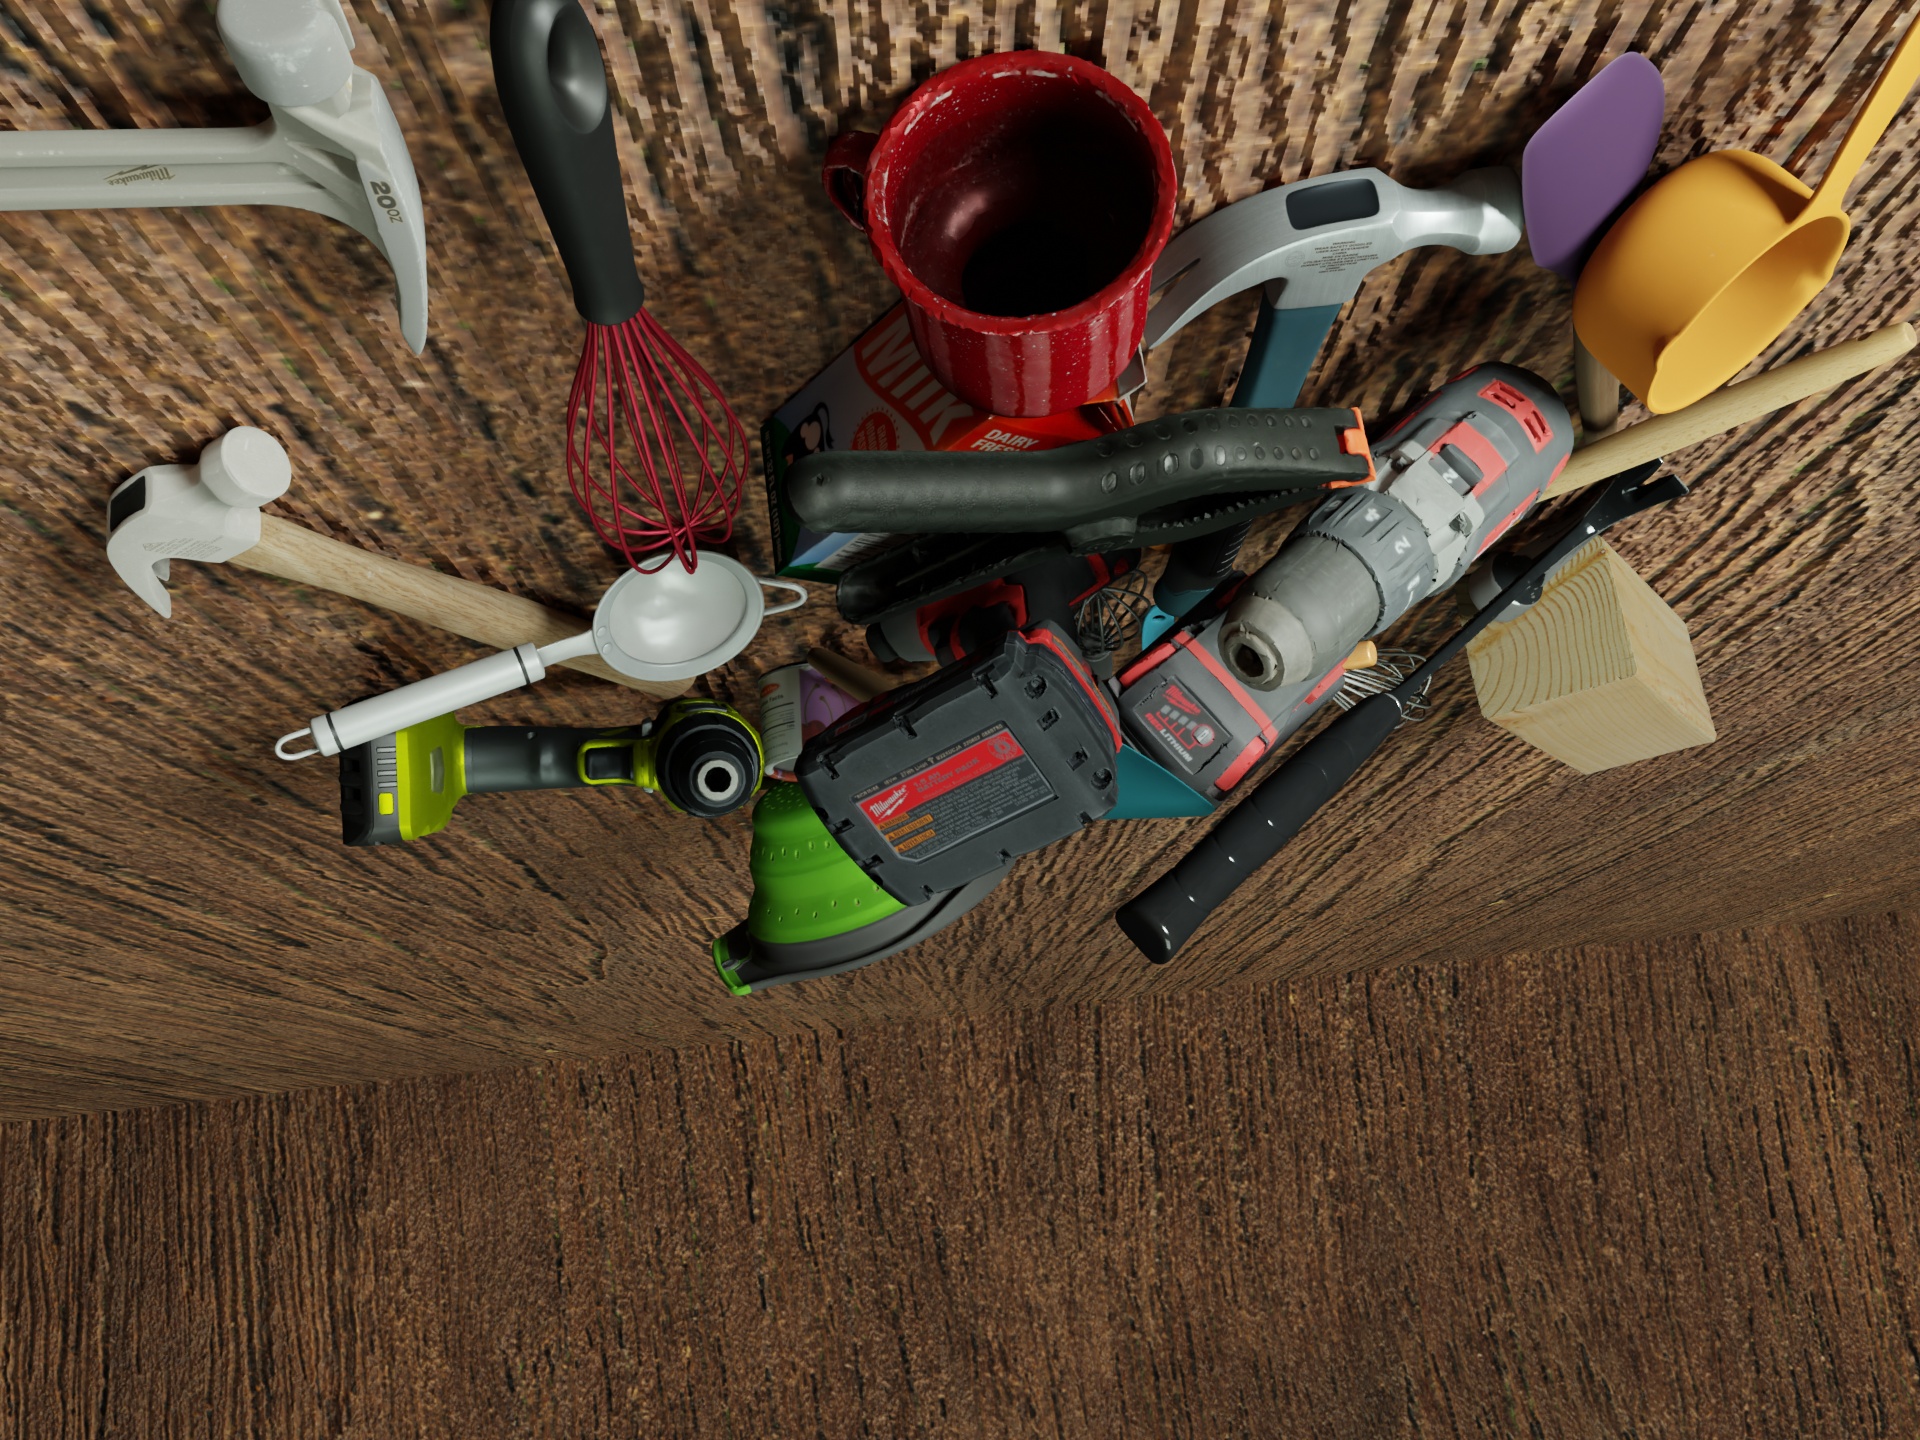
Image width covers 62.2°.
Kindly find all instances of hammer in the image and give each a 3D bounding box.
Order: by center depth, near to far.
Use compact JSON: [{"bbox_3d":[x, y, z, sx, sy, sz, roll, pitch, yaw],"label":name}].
[{"bbox_3d":[-0.343,-0.149,0.453,0.359,0.037,0.149,-4,162,-9],"label":"hammer"},{"bbox_3d":[0.128,-0.123,0.698,0.128,0.033,0.330,-6,160,-3],"label":"hammer"},{"bbox_3d":[0.209,-0.011,0.753,0.409,0.036,0.149,-36,173,-34],"label":"hammer"},{"bbox_3d":[-0.253,-0.057,0.783,0.130,0.031,0.331,-17,160,28],"label":"hammer"}]

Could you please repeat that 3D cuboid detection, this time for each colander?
[{"bbox_3d":[0.002,0.042,1.059,0.397,0.094,0.205,-26,-164,-10],"label":"colander"}]

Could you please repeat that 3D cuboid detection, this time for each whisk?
[{"bbox_3d":[-0.118,-0.135,0.551,0.073,0.073,0.295,-5,157,-4],"label":"whisk"},{"bbox_3d":[0.077,-0.048,0.919,0.055,0.055,0.239,-7,168,1],"label":"whisk"},{"bbox_3d":[0.223,-0.037,1.013,0.246,0.058,0.059,13,120,-40],"label":"whisk"}]

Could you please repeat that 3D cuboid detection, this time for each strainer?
[{"bbox_3d":[-0.202,-0.033,0.771,0.258,0.050,0.086,-22,142,-17],"label":"strainer"}]

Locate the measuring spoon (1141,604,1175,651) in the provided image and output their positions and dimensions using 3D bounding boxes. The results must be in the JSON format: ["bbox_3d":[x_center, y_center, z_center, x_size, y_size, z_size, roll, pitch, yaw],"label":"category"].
[{"bbox_3d":[0.123,-0.046,0.993,0.042,0.021,0.128,-7,153,3],"label":"measuring spoon"}]

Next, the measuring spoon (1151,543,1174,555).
[{"bbox_3d":[0.113,-0.090,0.844,0.021,0.011,0.116,-19,159,34],"label":"measuring spoon"}]

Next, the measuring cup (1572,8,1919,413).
[{"bbox_3d":[0.271,-0.186,0.541,0.095,0.052,0.173,-25,151,-24],"label":"measuring cup"}]

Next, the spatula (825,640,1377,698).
[{"bbox_3d":[0.071,-0.022,0.879,0.322,0.041,0.081,-9,168,33],"label":"spatula"}]

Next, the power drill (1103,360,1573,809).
[{"bbox_3d":[0.139,-0.040,0.669,0.188,0.080,0.226,-39,173,-29],"label":"power drill"}]

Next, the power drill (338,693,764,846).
[{"bbox_3d":[-0.224,0.025,0.898,0.228,0.080,0.190,-2,-175,-12],"label":"power drill"}]

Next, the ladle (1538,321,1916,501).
[{"bbox_3d":[0.283,-0.114,0.745,0.315,0.031,0.069,-23,-159,53],"label":"ladle"}]

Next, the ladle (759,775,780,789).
[{"bbox_3d":[-0.180,0.052,1.090,0.078,0.062,0.320,-15,163,43],"label":"ladle"}]

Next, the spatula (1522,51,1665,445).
[{"bbox_3d":[0.256,-0.166,0.638,0.060,0.018,0.315,-42,156,9],"label":"spatula"}]

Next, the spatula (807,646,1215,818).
[{"bbox_3d":[-0.001,-0.003,0.811,0.082,0.044,0.318,32,178,-35],"label":"spatula"}]

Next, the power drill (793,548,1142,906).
[{"bbox_3d":[0.006,-0.026,0.696,0.143,0.220,0.078,-27,114,22],"label":"power drill"}]
